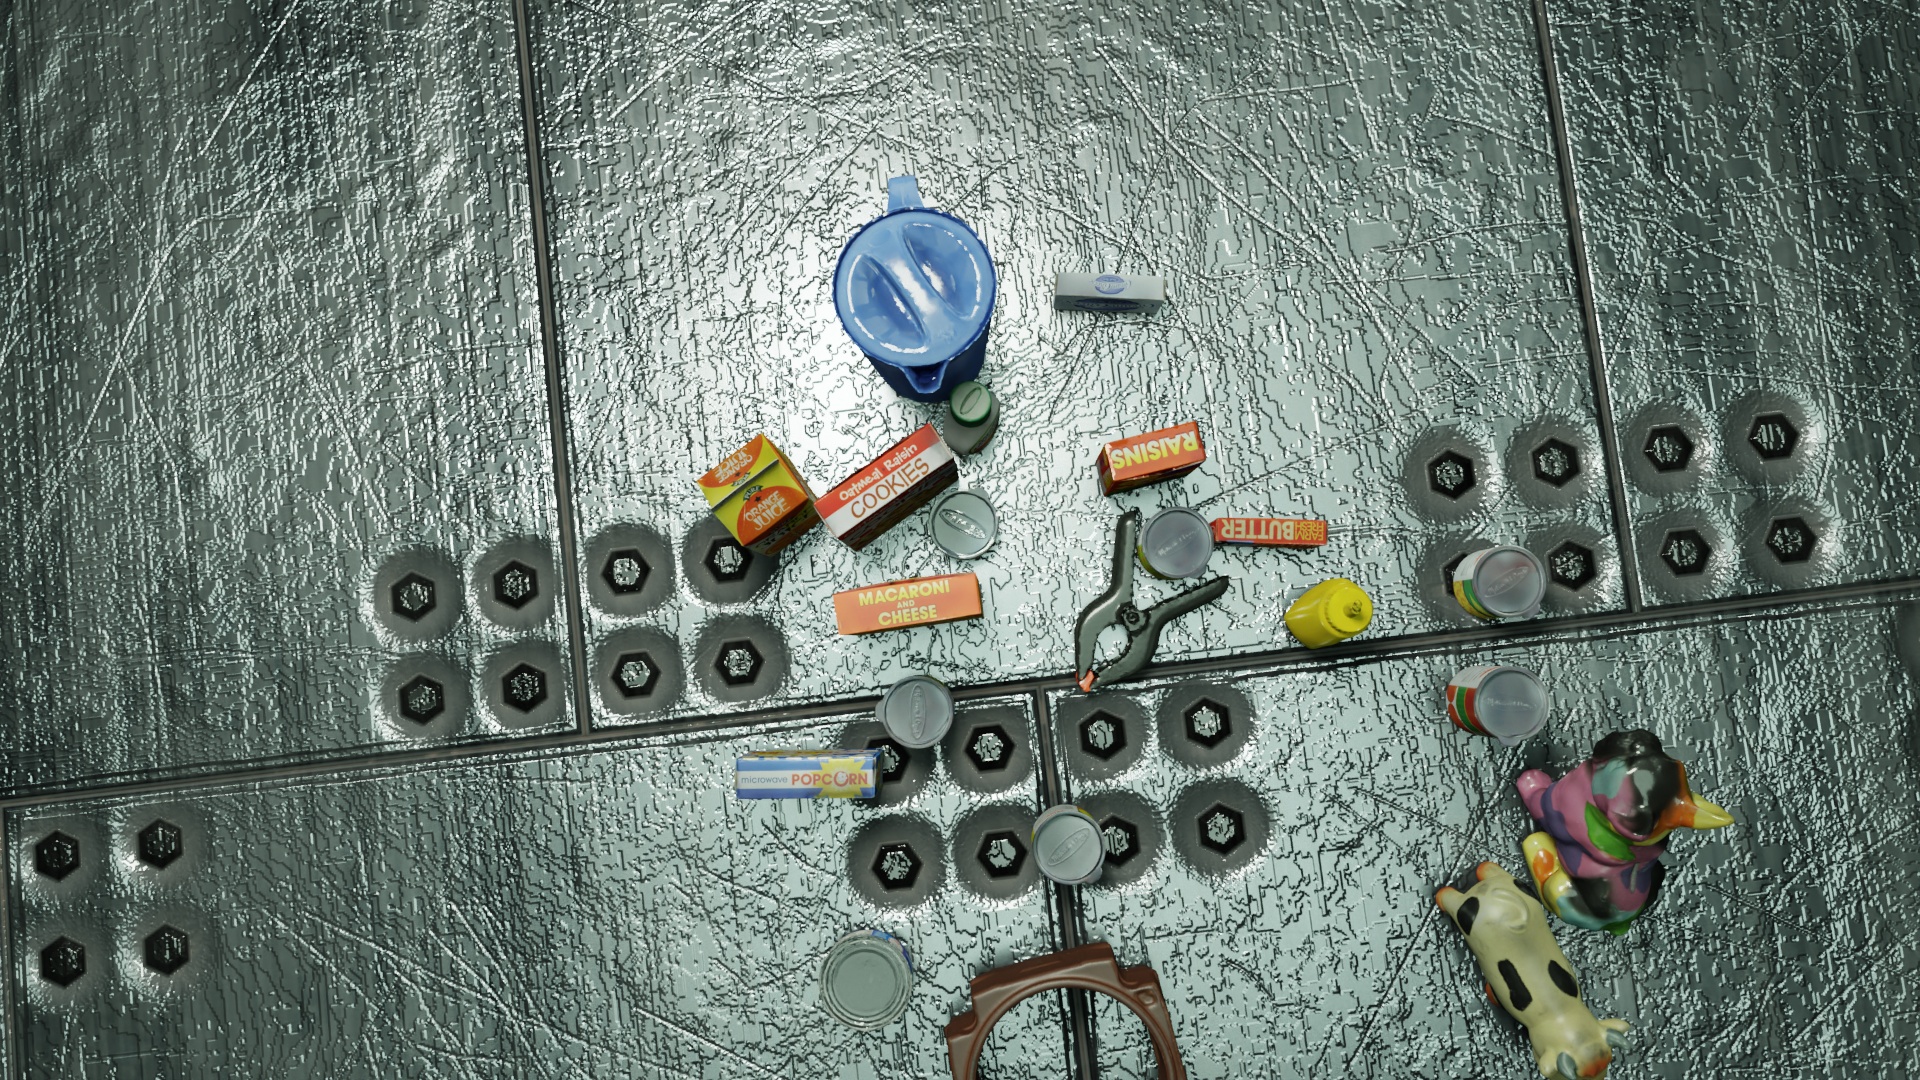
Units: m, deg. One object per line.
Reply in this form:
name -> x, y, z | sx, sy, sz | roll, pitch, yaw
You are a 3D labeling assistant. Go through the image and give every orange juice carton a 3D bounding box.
orange juice carton -> -0.176, -0.040, 1.240 | 0.072, 0.192, 0.073 | -36, 85, -1

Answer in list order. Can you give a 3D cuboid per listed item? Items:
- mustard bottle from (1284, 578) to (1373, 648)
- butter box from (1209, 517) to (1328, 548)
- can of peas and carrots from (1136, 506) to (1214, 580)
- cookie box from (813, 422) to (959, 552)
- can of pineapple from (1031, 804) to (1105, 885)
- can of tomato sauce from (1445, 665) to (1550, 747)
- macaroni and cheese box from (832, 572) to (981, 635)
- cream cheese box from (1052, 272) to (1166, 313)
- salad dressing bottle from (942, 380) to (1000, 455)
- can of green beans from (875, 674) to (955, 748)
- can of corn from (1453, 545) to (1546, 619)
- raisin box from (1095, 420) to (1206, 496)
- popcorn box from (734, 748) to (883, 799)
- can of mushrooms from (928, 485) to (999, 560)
mustard bottle -> 0.333, 0.064, 1.235 | 0.065, 0.160, 0.049 | -40, 86, -2
butter box -> 0.286, -0.007, 1.296 | 0.103, 0.053, 0.024 | 2, 86, 2
can of peas and carrots -> 0.201, 0.006, 1.294 | 0.071, 0.058, 0.071 | 0, 85, 1
cookie box -> -0.063, -0.045, 1.251 | 0.123, 0.167, 0.040 | -35, 85, -1
can of pineapple -> 0.099, 0.279, 1.273 | 0.071, 0.058, 0.071 | 0, 85, 1
can of tomato sauce -> 0.487, 0.149, 1.262 | 0.071, 0.083, 0.071 | 0, 85, 2
macaroni and cheese box -> -0.043, 0.058, 1.241 | 0.124, 0.166, 0.040 | -9, 85, 1
cream cheese box -> 0.140, -0.235, 1.320 | 0.104, 0.053, 0.024 | 3, 86, 2
salad dressing bottle -> 0.010, -0.114, 1.265 | 0.044, 0.147, 0.064 | 35, 87, 4
can of green beans -> -0.039, 0.157, 1.287 | 0.071, 0.058, 0.071 | 0, 85, 1
can of corn -> 0.499, 0.041, 1.284 | 0.071, 0.058, 0.071 | 0, 85, 1
raisin box -> 0.171, -0.073, 1.270 | 0.086, 0.123, 0.040 | -13, 85, 0
popcorn box -> -0.137, 0.213, 1.271 | 0.127, 0.085, 0.038 | -1, 85, 1
can of mushrooms -> 0.005, -0.016, 1.314 | 0.071, 0.033, 0.071 | 0, 85, 1
